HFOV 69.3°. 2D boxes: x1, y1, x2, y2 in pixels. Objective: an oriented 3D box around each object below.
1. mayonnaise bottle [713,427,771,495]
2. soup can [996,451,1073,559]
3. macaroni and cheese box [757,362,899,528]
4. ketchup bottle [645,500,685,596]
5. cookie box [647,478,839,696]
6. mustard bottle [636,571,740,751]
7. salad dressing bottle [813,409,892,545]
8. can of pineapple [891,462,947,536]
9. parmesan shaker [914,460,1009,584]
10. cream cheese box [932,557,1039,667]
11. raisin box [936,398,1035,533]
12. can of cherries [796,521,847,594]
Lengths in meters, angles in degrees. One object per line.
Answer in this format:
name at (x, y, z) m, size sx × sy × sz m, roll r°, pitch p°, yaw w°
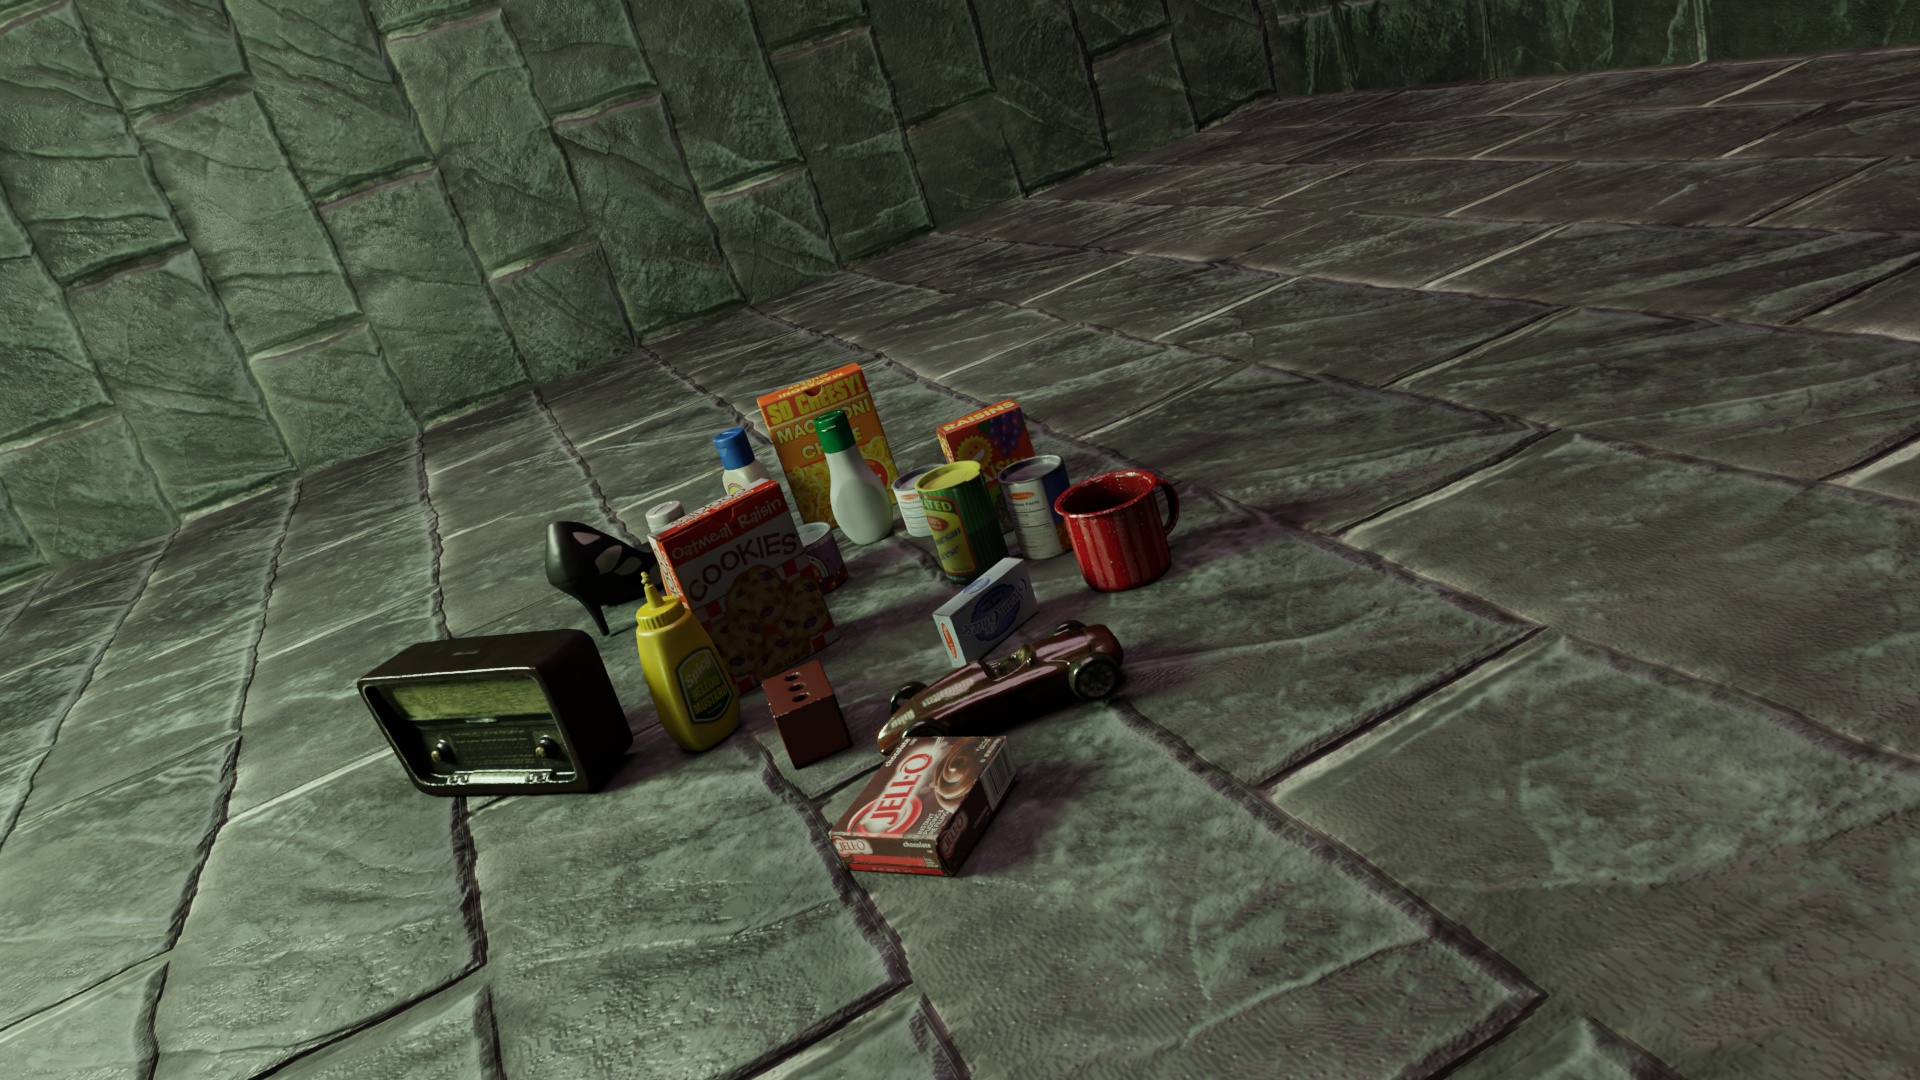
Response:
mayonnaise bottle at (-0.237, -0.053, 1.569) m, size 0.064 × 0.147 × 0.041 m, roll 2°, pitch 29°, yaw 43°
soup can at (0.080, -0.034, 1.347) m, size 0.071 × 0.083 × 0.071 m, roll -16°, pitch 21°, yaw 6°
macaroni and cheese box at (-0.146, -0.104, 1.594) m, size 0.124 × 0.166 × 0.040 m, roll -22°, pitch 21°, yaw -9°
ketchup bottle at (-0.269, 0.034, 1.377) m, size 0.043 × 0.148 × 0.065 m, roll -7°, pitch 23°, yaw 28°
cookie box at (-0.195, 0.044, 1.267) m, size 0.123 × 0.167 × 0.040 m, roll -29°, pitch 23°, yaw -26°
mustard bottle at (-0.239, 0.099, 1.174) m, size 0.049 × 0.159 × 0.065 m, roll 2°, pitch 28°, yaw 43°
salad dressing bottle at (-0.119, -0.069, 1.511) m, size 0.064 × 0.147 × 0.044 m, roll -18°, pitch 20°, yaw 2°
can of pineapple at (-0.033, -0.045, 1.504) m, size 0.071 × 0.057 × 0.071 m, roll -16°, pitch 21°, yaw 6°
parmesan shaker at (0.005, -0.017, 1.340) m, size 0.071 × 0.102 × 0.071 m, roll -16°, pitch 21°, yaw 6°
cream cheese box at (0.023, 0.062, 1.199) m, size 0.024 × 0.053 × 0.104 m, roll 2°, pitch 29°, yaw 44°
raisin box at (0.036, -0.072, 1.423) m, size 0.086 × 0.123 × 0.040 m, roll -22°, pitch 21°, yaw -8°
can of cherries at (-0.157, 0.022, 1.441) m, size 0.071 × 0.058 × 0.072 m, roll -16°, pitch 21°, yaw 6°
